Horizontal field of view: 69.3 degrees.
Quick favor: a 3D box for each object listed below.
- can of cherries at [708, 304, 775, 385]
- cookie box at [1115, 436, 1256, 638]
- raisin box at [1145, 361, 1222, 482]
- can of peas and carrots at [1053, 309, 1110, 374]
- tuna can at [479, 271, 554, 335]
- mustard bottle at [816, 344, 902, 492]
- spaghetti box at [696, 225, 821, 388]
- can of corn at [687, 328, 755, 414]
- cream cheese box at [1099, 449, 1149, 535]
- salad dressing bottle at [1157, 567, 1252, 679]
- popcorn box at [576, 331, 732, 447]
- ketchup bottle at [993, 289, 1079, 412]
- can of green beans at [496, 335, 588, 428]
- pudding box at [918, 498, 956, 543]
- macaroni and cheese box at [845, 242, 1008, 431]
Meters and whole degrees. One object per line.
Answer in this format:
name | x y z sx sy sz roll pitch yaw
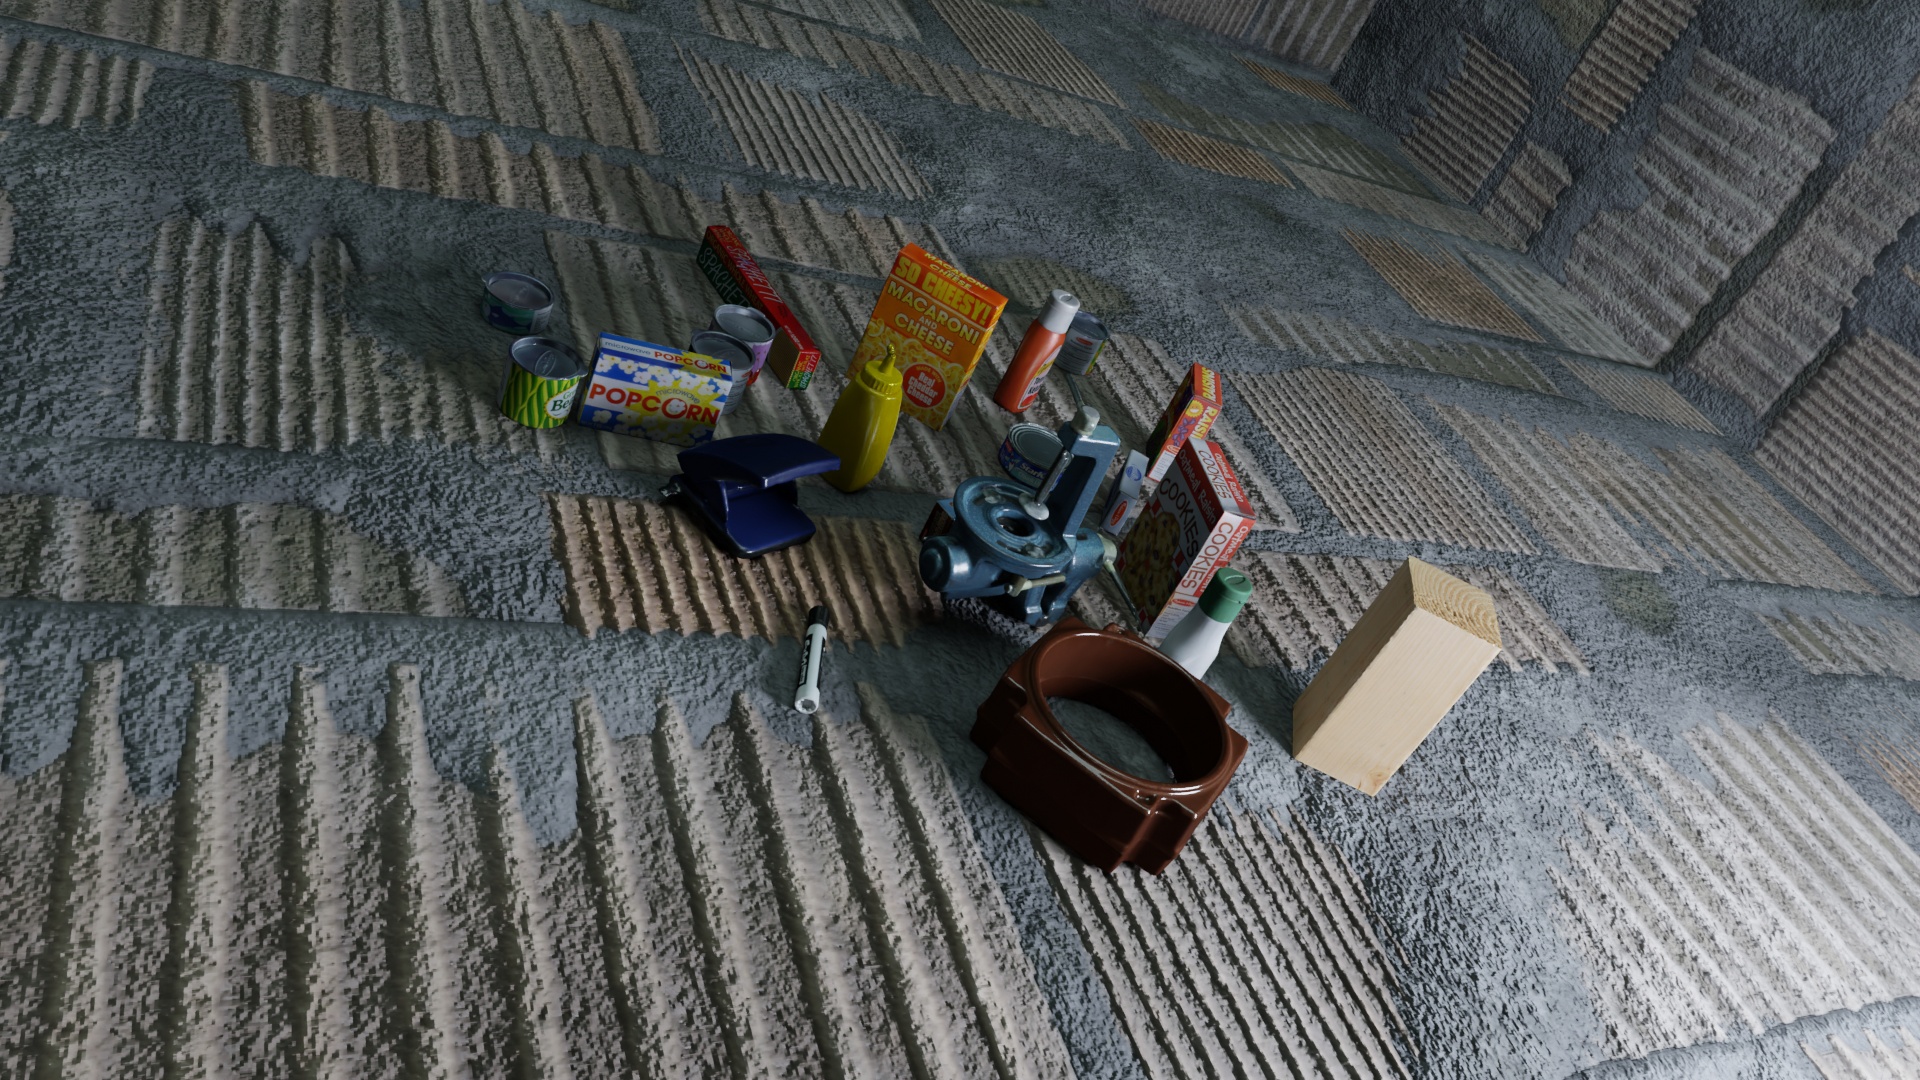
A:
can of cherries | -0.231 -0.203 1.444 0.071 0.058 0.072 19 34 -13
cookie box | 0.223 -0.002 1.393 0.040 0.166 0.123 12 36 -22
raisin box | 0.263 -0.137 1.643 0.040 0.122 0.086 23 33 -6
can of peas and carrots | 0.150 -0.255 1.782 0.071 0.058 0.071 19 34 -13
tuna can | -0.438 -0.234 1.364 0.071 0.032 0.071 19 34 -13
mustard bottle | -0.090 -0.123 1.343 0.065 0.159 0.049 41 35 19
spaghetti box | -0.227 -0.262 1.534 0.029 0.050 0.251 -4 45 -39
can of corn | -0.247 -0.169 1.387 0.071 0.058 0.071 19 34 -13
cream cheese box | 0.181 -0.054 1.537 0.024 0.053 0.104 27 33 -1
salad dressing bottle | 0.219 0.089 1.285 0.064 0.147 0.044 -8 47 -42
popcorn box | -0.285 -0.138 1.295 0.127 0.084 0.038 11 37 -24
ketchup bottle | 0.090 -0.221 1.611 0.043 0.148 0.065 35 34 11
can of green beans | -0.381 -0.143 1.259 0.071 0.057 0.071 19 34 -13
pudding box | 0.005 -0.017 1.367 0.084 0.049 0.030 -11 49 -44
macaroni and cheese box | -0.038 -0.220 1.504 0.124 0.165 0.040 31 33 5
